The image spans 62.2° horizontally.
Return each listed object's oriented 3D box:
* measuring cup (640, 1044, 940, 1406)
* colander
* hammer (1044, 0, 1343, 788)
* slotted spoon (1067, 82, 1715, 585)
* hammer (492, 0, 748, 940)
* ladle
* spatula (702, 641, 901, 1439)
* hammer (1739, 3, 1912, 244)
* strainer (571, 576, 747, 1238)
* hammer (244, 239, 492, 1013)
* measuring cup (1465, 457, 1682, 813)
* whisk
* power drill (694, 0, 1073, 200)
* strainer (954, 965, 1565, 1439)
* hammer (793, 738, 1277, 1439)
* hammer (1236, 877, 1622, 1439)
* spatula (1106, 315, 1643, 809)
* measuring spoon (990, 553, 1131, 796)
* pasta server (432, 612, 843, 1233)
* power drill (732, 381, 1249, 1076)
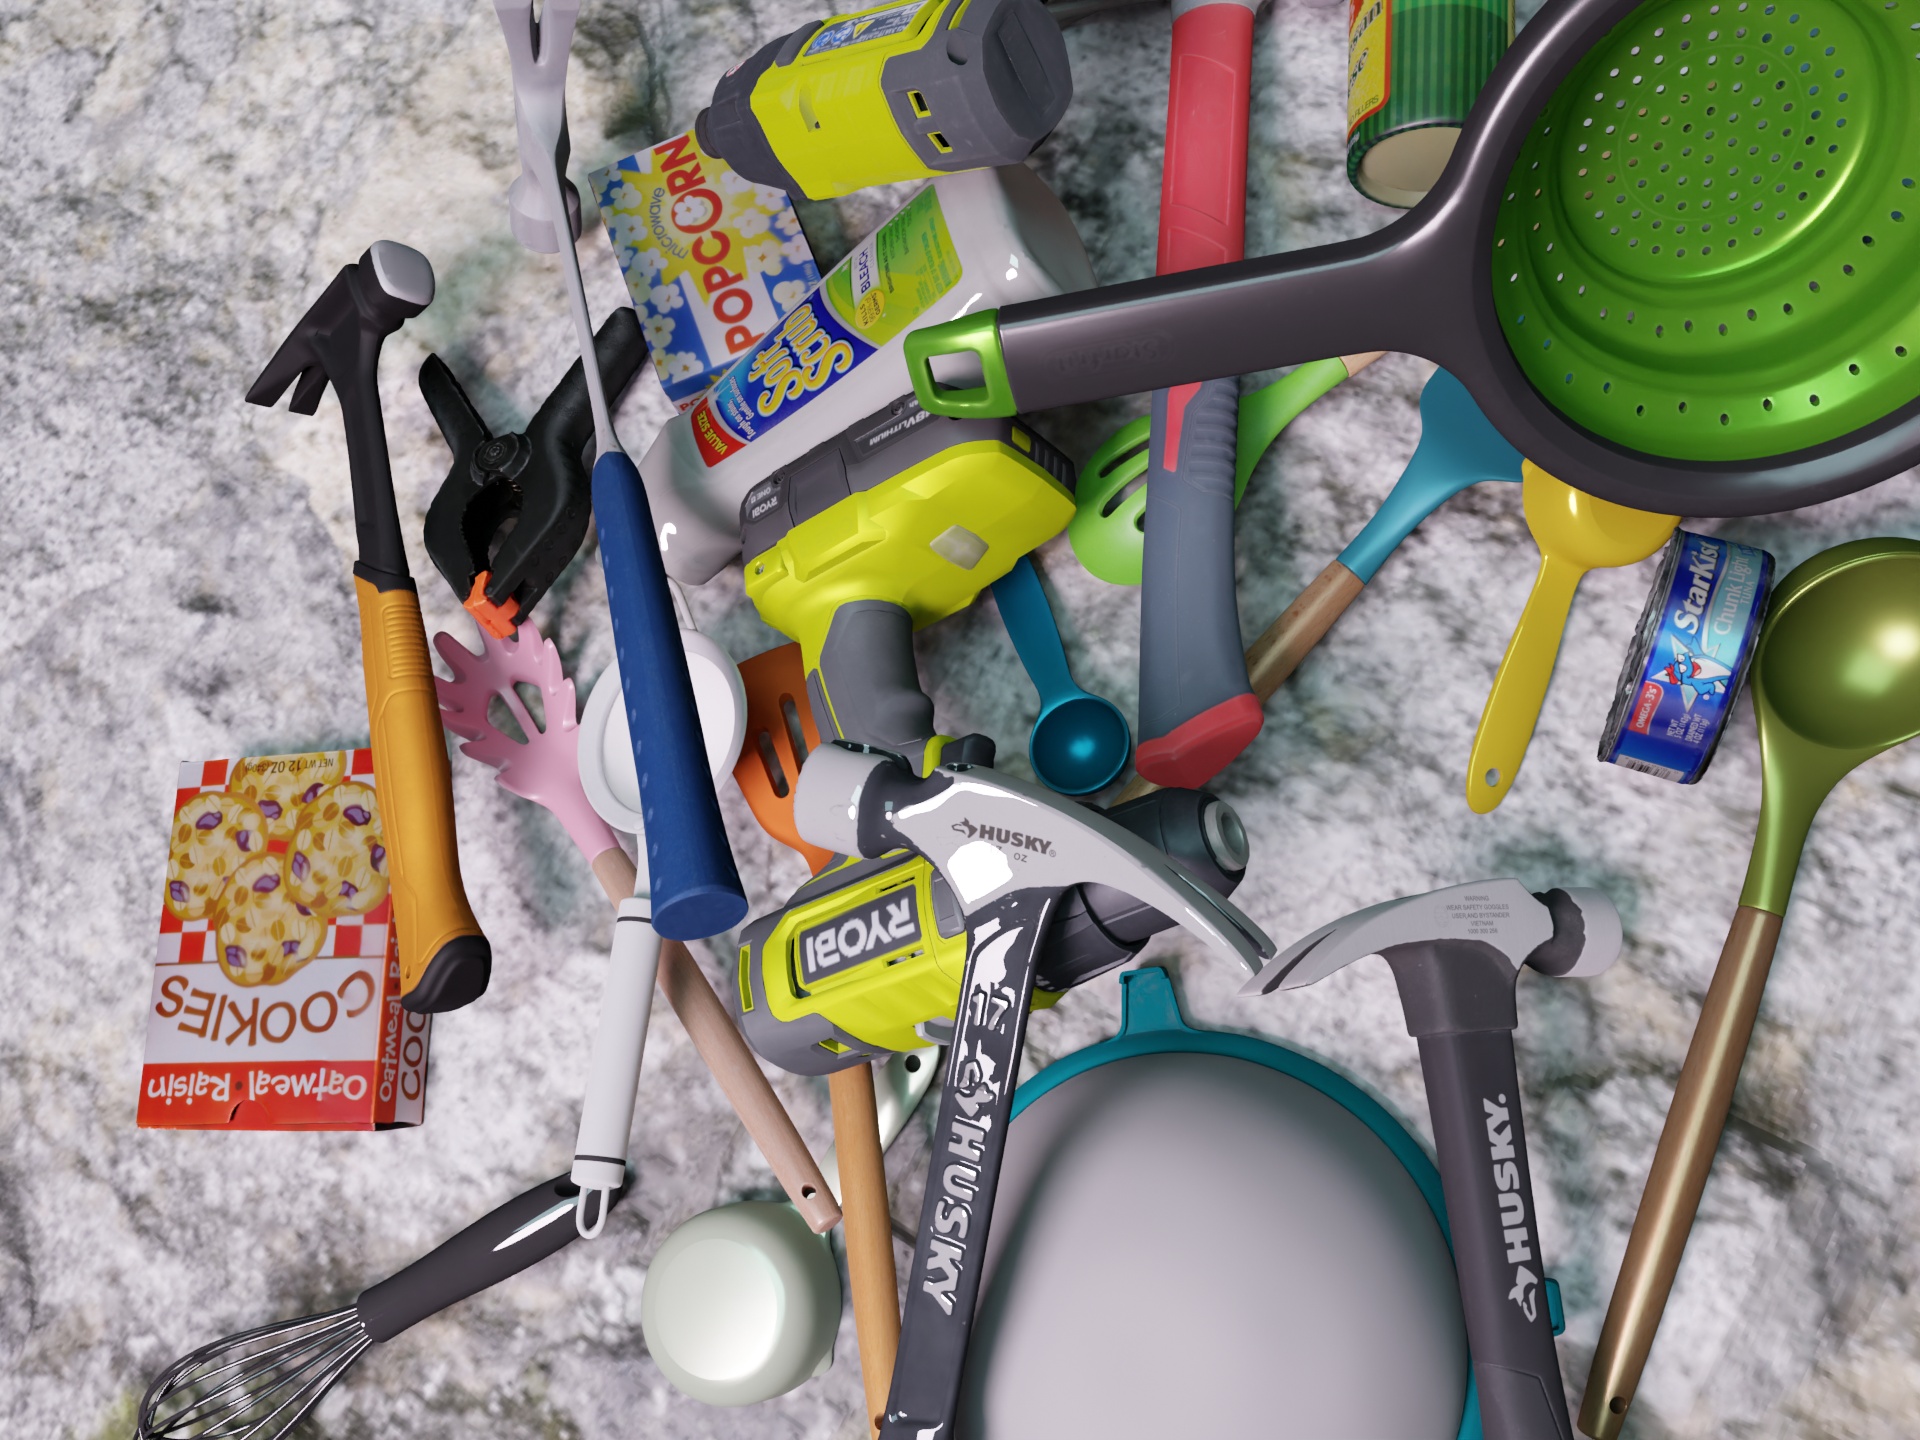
[{"bbox_3d":[-0.063,0.191,0.620,0.083,0.038,0.167,35,91,22],"label":"measuring cup"},{"bbox_3d":[0.178,-0.166,0.538,0.397,0.204,0.095,-7,37,13],"label":"colander"},{"bbox_3d":[0.080,-0.160,0.639,0.143,0.038,0.387,-2,69,20],"label":"hammer"},{"bbox_3d":[0.172,-0.162,0.644,0.314,0.031,0.070,-36,63,4],"label":"slotted spoon"},{"bbox_3d":[-0.140,-0.110,0.629,0.035,0.144,0.406,-8,63,-16],"label":"hammer"},{"bbox_3d":[0.269,0.091,0.535,0.078,0.062,0.320,20,86,-4],"label":"ladle"},{"bbox_3d":[-0.049,0.114,0.615,0.081,0.041,0.323,-19,57,14],"label":"spatula"},{"bbox_3d":[0.348,-0.164,0.578,0.128,0.033,0.331,-17,74,3],"label":"hammer"},{"bbox_3d":[-0.124,0.069,0.627,0.087,0.050,0.259,-6,66,29],"label":"strainer"},{"bbox_3d":[-0.251,-0.037,0.691,0.127,0.034,0.337,-30,66,36],"label":"hammer"},{"bbox_3d":[0.223,-0.038,0.585,0.062,0.029,0.156,20,90,-16],"label":"measuring cup"},{"bbox_3d":[-0.243,0.249,0.660,0.239,0.055,0.055,-31,70,4],"label":"whisk"},{"bbox_3d":[-0.001,-0.298,0.636,0.171,0.080,0.223,8,56,41],"label":"power drill"},{"bbox_3d":[0.033,0.261,0.543,0.211,0.095,0.340,38,88,22],"label":"strainer"},{"bbox_3d":[-0.007,0.218,0.502,0.149,0.036,0.409,13,101,22],"label":"hammer"},{"bbox_3d":[0.171,0.216,0.494,0.146,0.035,0.335,3,74,-27],"label":"hammer"},{"bbox_3d":[0.138,-0.035,0.625,0.082,0.044,0.317,44,97,20],"label":"spatula"},{"bbox_3d":[0.038,-0.024,0.660,0.042,0.021,0.129,-26,61,12],"label":"measuring spoon"},{"bbox_3d":[-0.137,0.075,0.660,0.060,0.040,0.316,-33,63,-10],"label":"pasta server"},{"bbox_3d":[-0.001,-0.002,0.573,0.190,0.080,0.229,-25,58,30],"label":"power drill"}]
